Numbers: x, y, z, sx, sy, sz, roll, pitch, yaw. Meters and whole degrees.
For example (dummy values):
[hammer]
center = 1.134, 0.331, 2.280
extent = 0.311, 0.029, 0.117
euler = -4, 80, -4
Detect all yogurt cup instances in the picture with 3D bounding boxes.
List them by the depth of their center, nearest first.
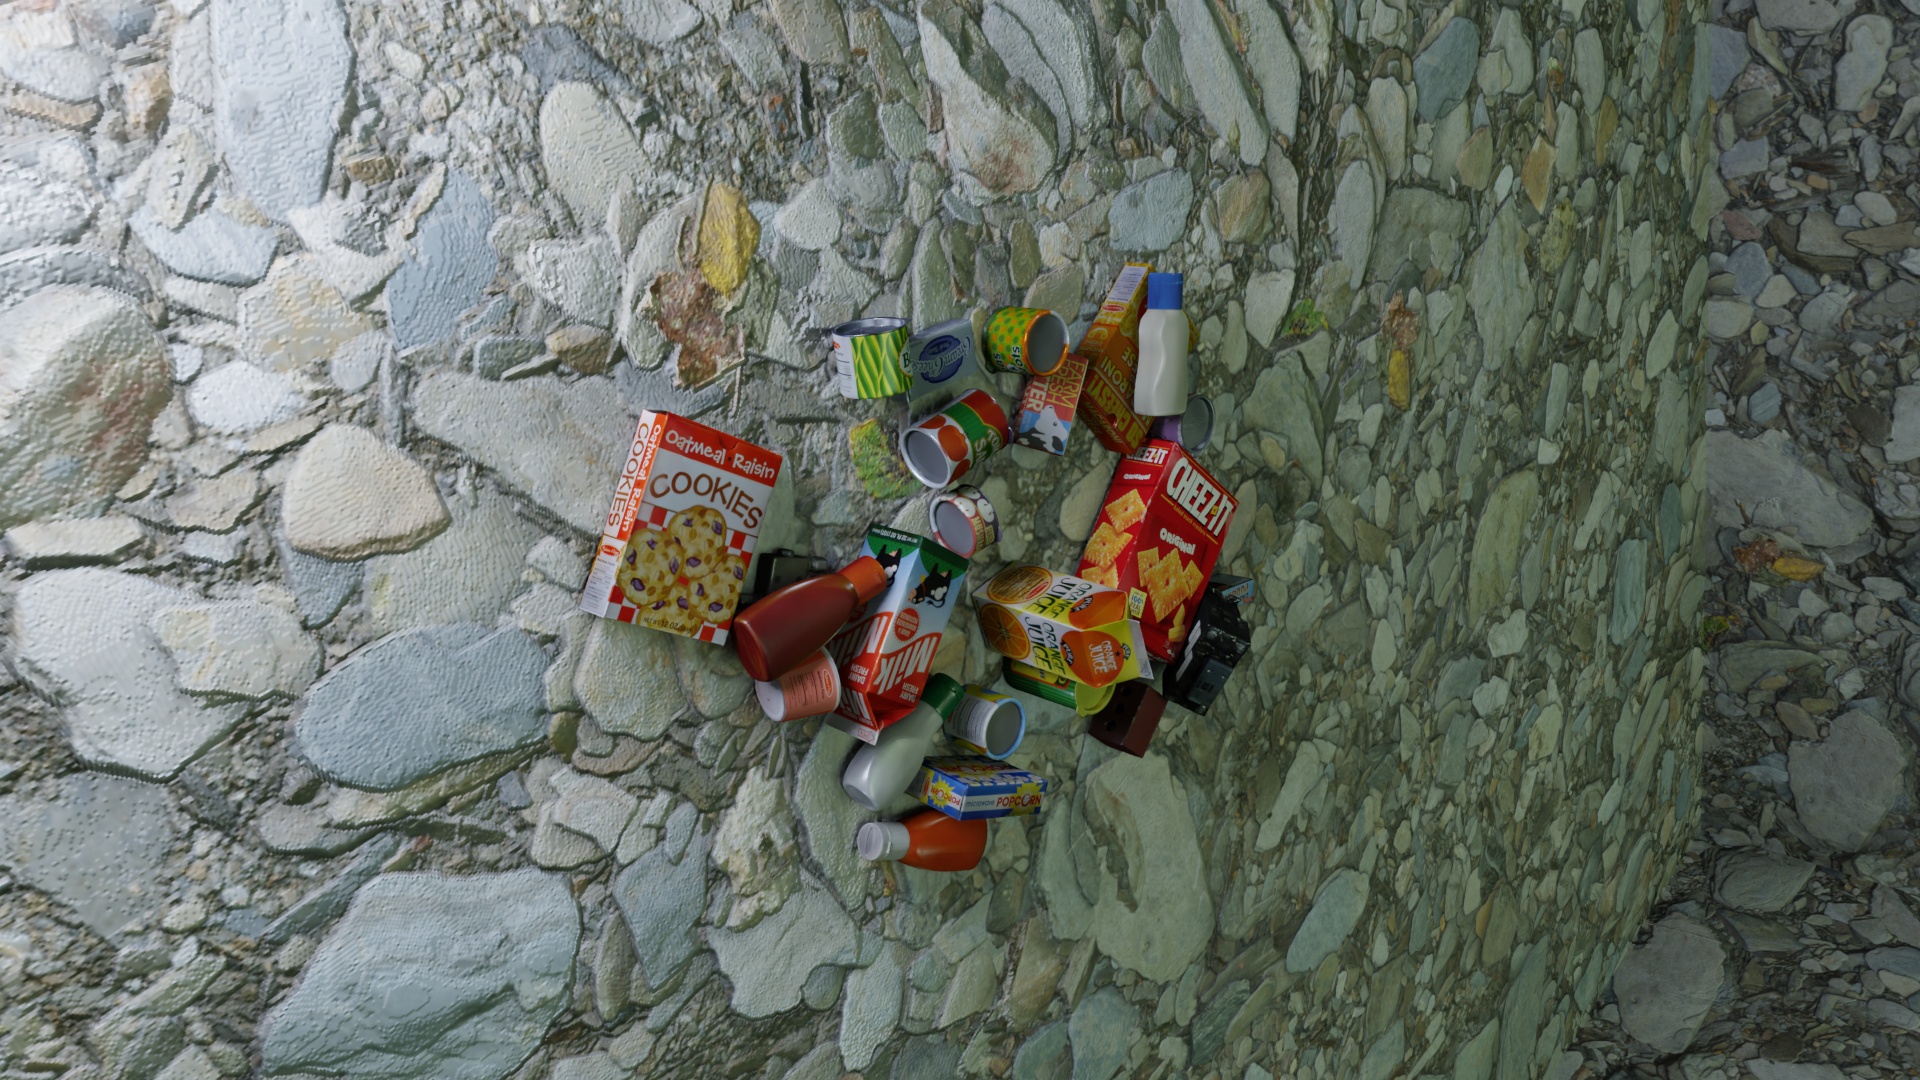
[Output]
[yogurt cup]
center = -0.145, 0.126, 1.221
extent = 0.054, 0.072, 0.072
euler = -16, 112, -34

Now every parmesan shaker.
[parmesan shaker]
center = 0.101, 0.139, 1.448
extent = 0.071, 0.103, 0.071
euler = -14, 110, -43

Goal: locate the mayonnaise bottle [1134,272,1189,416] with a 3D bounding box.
[mayonnaise bottle]
center = 0.213, -0.207, 1.462
extent = 0.065, 0.041, 0.147
euler = -10, 105, -45

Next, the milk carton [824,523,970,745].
[milk carton]
center = -0.069, 0.089, 1.282
extent = 0.073, 0.072, 0.190
euler = 28, 80, -46

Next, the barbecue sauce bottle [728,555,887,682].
[barbecue sauce bottle]
center = -0.127, 0.061, 1.202
extent = 0.149, 0.043, 0.064
euler = -33, 111, -37

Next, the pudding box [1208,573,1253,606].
[pudding box]
center = 0.313, 0.065, 1.687
extent = 0.084, 0.049, 0.030
euler = -15, 109, -44

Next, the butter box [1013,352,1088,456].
[butter box]
center = 0.091, -0.141, 1.406
extent = 0.053, 0.024, 0.103
euler = 15, 90, -12

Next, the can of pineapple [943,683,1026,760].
[can of pineapple]
center = 0.026, 0.185, 1.416
extent = 0.071, 0.058, 0.070
euler = -14, 110, -43

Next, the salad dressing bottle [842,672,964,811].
[salad dressing bottle]
center = -0.052, 0.193, 1.348
extent = 0.148, 0.044, 0.064
euler = -49, 129, -27

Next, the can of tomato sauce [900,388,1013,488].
[can of tomato sauce]
center = -0.004, -0.094, 1.305
extent = 0.083, 0.071, 0.071
euler = -36, 124, -34

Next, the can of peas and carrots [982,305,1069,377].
[can of peas and carrots]
center = 0.063, -0.192, 1.357
extent = 0.071, 0.059, 0.070
euler = -14, 109, -43

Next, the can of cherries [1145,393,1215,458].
[can of cherries]
center = 0.243, -0.131, 1.559
extent = 0.072, 0.058, 0.071
euler = -15, 111, -44

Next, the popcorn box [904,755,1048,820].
[popcorn box]
center = 0.014, 0.248, 1.399
extent = 0.127, 0.085, 0.038
euler = 8, 96, -47

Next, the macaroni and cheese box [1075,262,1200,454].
[macaroni and cheese box]
center = 0.183, -0.195, 1.493
extent = 0.123, 0.040, 0.167
euler = 44, 69, -42

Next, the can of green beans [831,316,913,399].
[can of green beans]
center = -0.076, -0.160, 1.215
extent = 0.071, 0.071, 0.057
euler = -25, 118, -39

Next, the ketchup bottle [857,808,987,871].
[ketchup bottle]
center = -0.037, 0.300, 1.390
extent = 0.149, 0.043, 0.064
euler = 12, 91, -47

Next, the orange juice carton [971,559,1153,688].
[orange juice carton]
center = 0.108, 0.085, 1.377
extent = 0.073, 0.193, 0.071
euler = -37, 126, -33

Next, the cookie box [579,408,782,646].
[cookie box]
center = -0.222, -0.009, 1.122
extent = 0.123, 0.040, 0.167
euler = 21, 85, -47

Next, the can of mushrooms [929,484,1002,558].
[can of mushrooms]
center = 0.005, -0.017, 1.333
extent = 0.033, 0.071, 0.070
euler = -28, 120, -36

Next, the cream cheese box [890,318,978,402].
[cream cheese box]
center = -0.026, -0.168, 1.289
extent = 0.104, 0.024, 0.053
euler = -29, 120, -44
